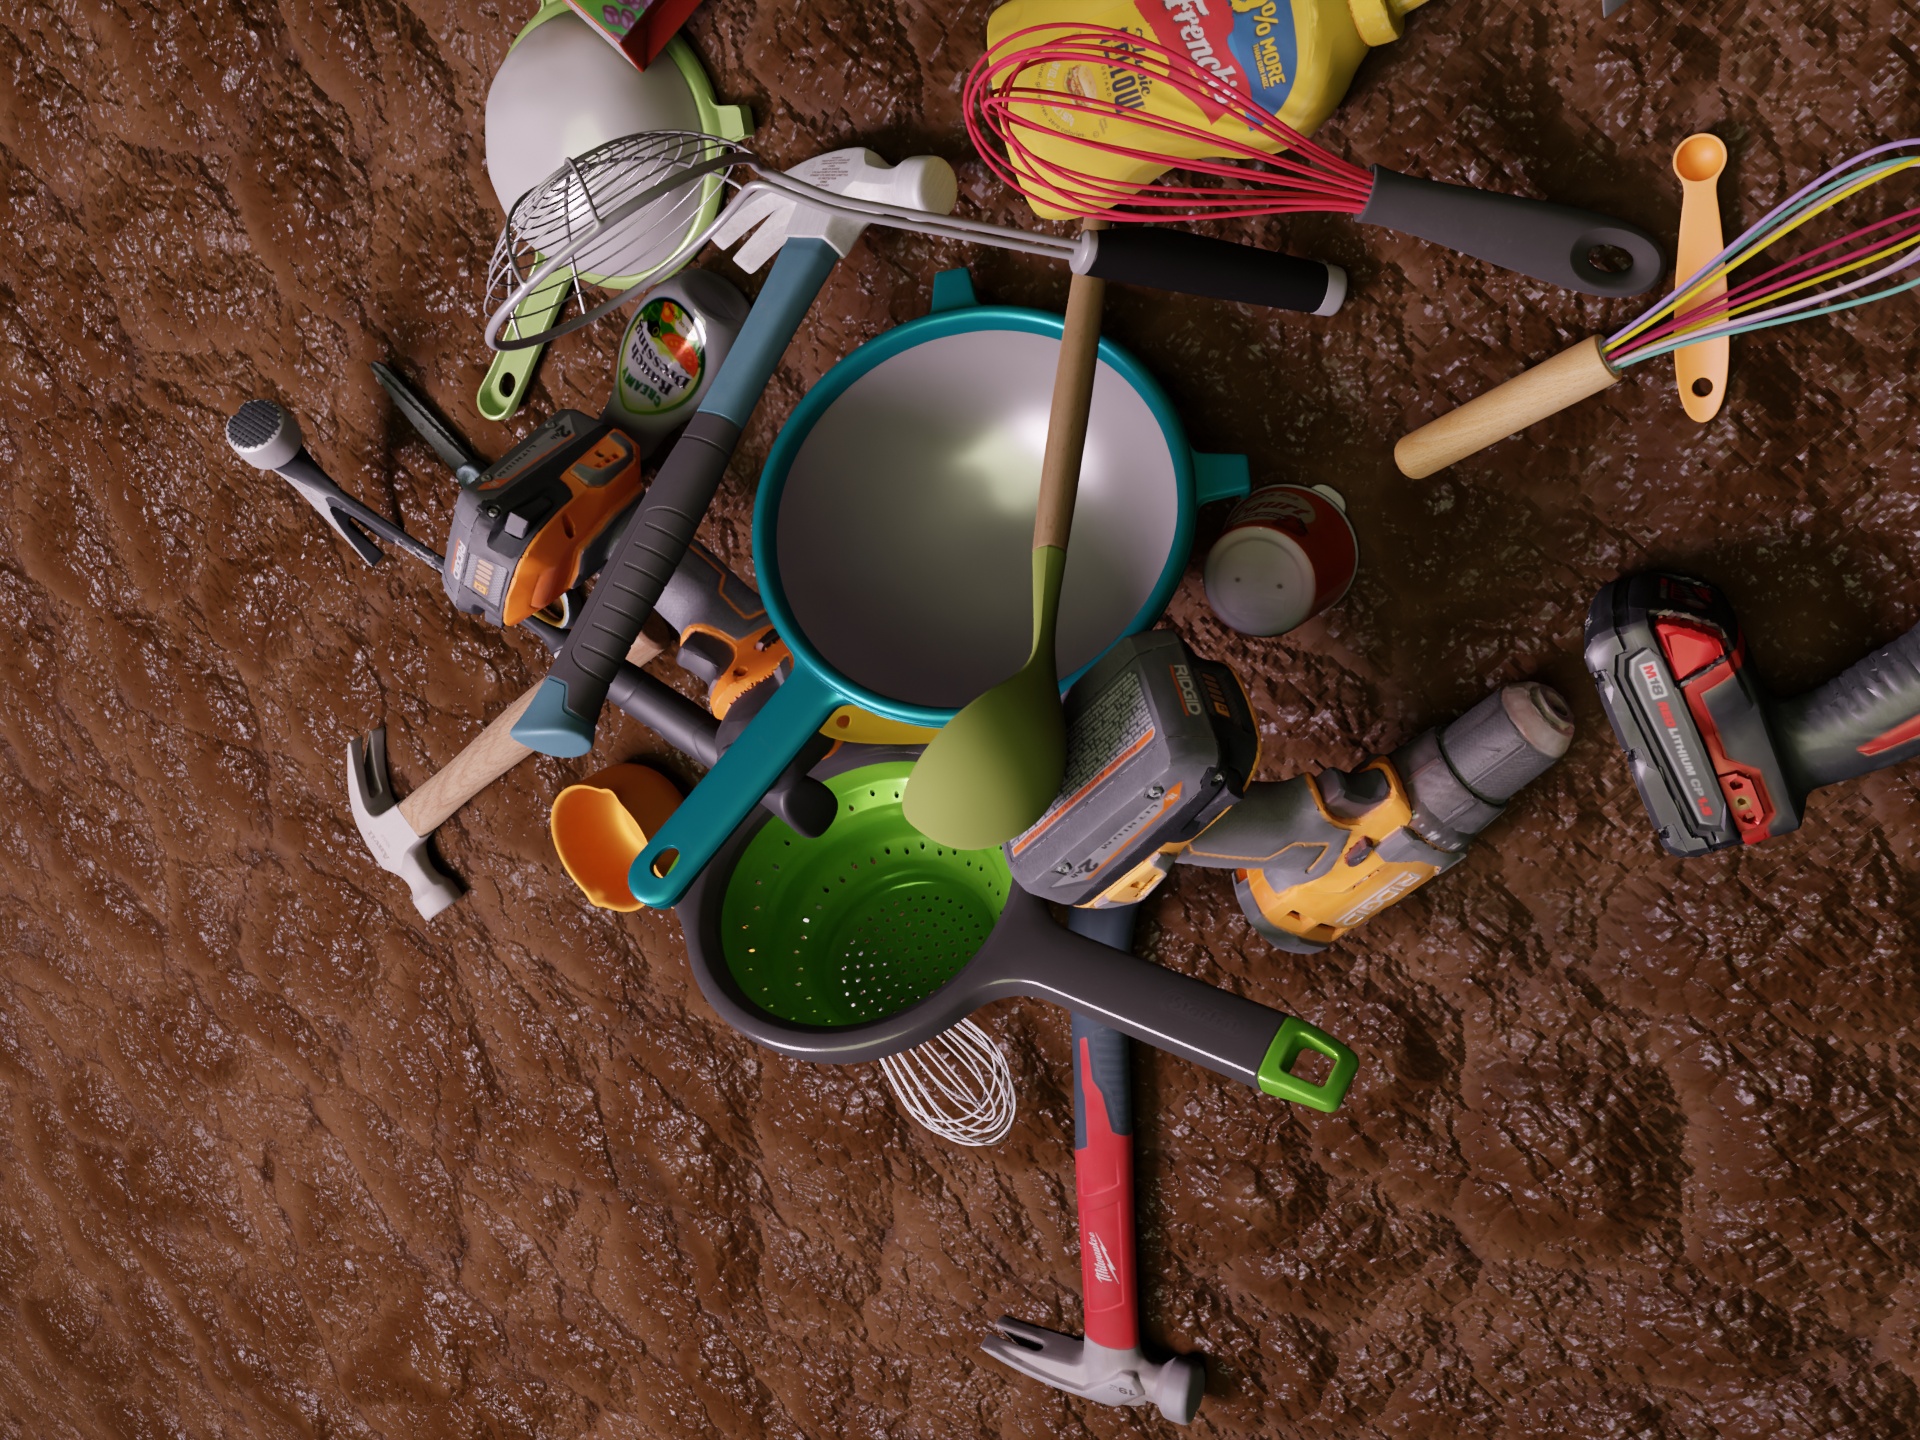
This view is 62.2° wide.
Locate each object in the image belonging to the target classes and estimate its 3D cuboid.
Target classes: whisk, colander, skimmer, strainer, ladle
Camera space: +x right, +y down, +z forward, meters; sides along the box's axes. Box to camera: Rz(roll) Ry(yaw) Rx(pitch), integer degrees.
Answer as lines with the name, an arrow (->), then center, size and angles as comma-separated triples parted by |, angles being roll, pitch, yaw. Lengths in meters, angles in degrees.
whisk -> -0.069, 0.144, 0.964 | 0.285, 0.070, 0.070 | 47, 125, 8
whisk -> 0.145, -0.218, 0.644 | 0.296, 0.073, 0.073 | 13, 120, -4
whisk -> 0.286, -0.156, 0.645 | 0.245, 0.047, 0.051 | -26, 88, 42
colander -> 0.024, 0.132, 0.840 | 0.397, 0.204, 0.094 | 18, 151, 33
skimmer -> -0.008, -0.177, 0.664 | 0.363, 0.127, 0.090 | 5, 86, -15
strainer -> -0.028, -0.038, 0.770 | 0.211, 0.095, 0.340 | 39, 87, 21
ladle -> 0.030, -0.097, 0.694 | 0.062, 0.320, 0.078 | 3, 158, 14
strainer -> -0.228, -0.263, 0.861 | 0.151, 0.069, 0.256 | 40, 122, 7

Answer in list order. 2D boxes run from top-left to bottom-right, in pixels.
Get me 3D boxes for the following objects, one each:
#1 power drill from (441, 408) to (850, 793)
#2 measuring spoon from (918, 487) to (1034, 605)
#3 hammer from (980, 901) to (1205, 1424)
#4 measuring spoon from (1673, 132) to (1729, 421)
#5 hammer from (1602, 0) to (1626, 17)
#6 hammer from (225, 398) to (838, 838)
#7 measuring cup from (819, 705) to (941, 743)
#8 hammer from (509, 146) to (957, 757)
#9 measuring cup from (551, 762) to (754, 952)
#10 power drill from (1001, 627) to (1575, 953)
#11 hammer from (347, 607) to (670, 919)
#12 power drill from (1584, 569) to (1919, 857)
power drill -> -0.153, -0.054, 0.835 | 0.226, 0.164, 0.084 | 31, 134, 1
measuring spoon -> -0.005, -0.105, 0.846 | 0.129, 0.021, 0.042 | 38, 94, 19
hammer -> 0.071, 0.244, 0.943 | 0.143, 0.038, 0.386 | 8, 115, 27
measuring spoon -> 0.304, -0.180, 0.652 | 0.021, 0.011, 0.116 | 2, 116, 30
hammer -> 0.097, -0.343, 0.639 | 0.406, 0.144, 0.035 | 14, 156, 29
hammer -> -0.240, -0.049, 0.917 | 0.409, 0.036, 0.149 | 32, 167, 16
measuring cup -> -0.001, -0.003, 0.825 | 0.156, 0.029, 0.062 | 1, 110, -18
hammer -> -0.122, -0.131, 0.764 | 0.128, 0.033, 0.331 | 19, 78, 41
measuring cup -> -0.174, 0.090, 0.991 | 0.174, 0.052, 0.095 | 29, 126, 18
power drill -> 0.151, 0.028, 0.716 | 0.185, 0.226, 0.084 | -44, 45, 35
hammer -> -0.302, 0.013, 1.045 | 0.331, 0.031, 0.130 | -33, 94, 34
power drill -> 0.372, -0.052, 0.632 | 0.226, 0.080, 0.188 | -20, 101, 30
